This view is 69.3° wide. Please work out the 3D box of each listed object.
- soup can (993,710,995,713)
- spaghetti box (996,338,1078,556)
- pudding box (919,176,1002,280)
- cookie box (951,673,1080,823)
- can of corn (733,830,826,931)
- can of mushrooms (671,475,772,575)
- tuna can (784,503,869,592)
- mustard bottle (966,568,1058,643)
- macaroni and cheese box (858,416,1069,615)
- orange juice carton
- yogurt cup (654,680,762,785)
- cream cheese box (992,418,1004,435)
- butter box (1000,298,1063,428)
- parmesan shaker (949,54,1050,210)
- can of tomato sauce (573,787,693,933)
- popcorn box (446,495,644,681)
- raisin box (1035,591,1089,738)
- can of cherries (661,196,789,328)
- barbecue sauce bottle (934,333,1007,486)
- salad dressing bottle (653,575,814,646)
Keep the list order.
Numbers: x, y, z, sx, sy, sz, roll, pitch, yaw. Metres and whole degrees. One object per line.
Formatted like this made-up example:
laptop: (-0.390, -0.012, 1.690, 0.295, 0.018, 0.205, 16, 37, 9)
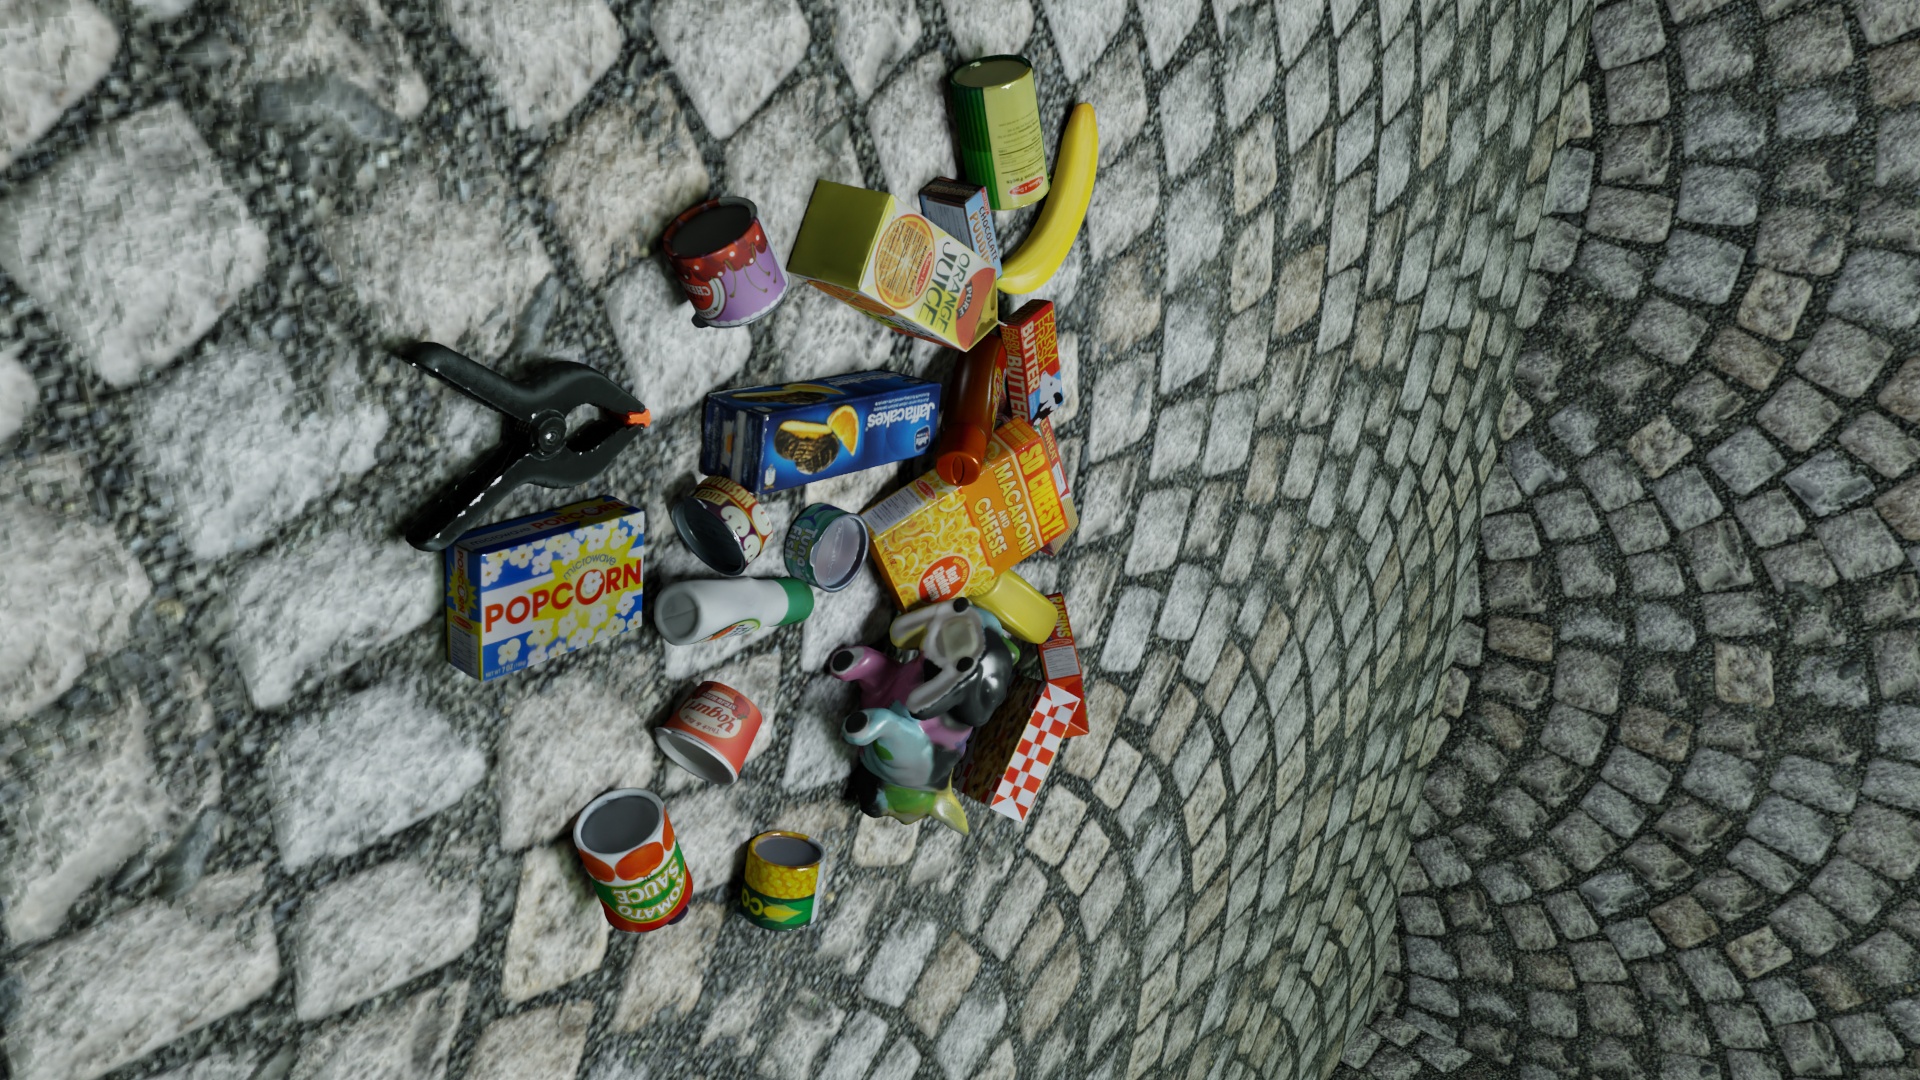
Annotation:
soup can: (0.001, 0.120, 1.289, 0.072, 0.071, 0.083, -29, 130, -47)
spaghetti box: (0.066, -0.085, 1.312, 0.050, 0.029, 0.248, -52, 143, -27)
pudding box: (0.000, -0.244, 1.109, 0.030, 0.050, 0.083, -45, 139, -31)
cookie box: (0.042, 0.189, 1.310, 0.040, 0.167, 0.123, 28, 81, -16)
can of corn: (-0.149, 0.281, 1.151, 0.071, 0.071, 0.058, -11, 115, -54)
can of mushrooms: (-0.166, -0.012, 0.967, 0.033, 0.071, 0.070, -47, 141, -33)
tuna can: (-0.107, 0.006, 1.096, 0.071, 0.033, 0.070, -32, 132, -45)
mustard bottle: (0.035, 0.048, 1.306, 0.049, 0.065, 0.160, -60, 143, -8)
macaroni and cheese box: (0.004, -0.015, 1.190, 0.167, 0.040, 0.123, -33, 138, -11)
orange juice carton: (-0.038, -0.199, 1.054, 0.192, 0.072, 0.073, 19, 91, -58)
yogurt cup: (-0.183, 0.141, 1.027, 0.054, 0.072, 0.072, -60, 147, -31)
cream cheese box: (0.027, -0.076, 1.234, 0.024, 0.053, 0.103, -54, 144, -18)
butter box: (0.063, -0.156, 1.217, 0.053, 0.024, 0.103, -43, 136, -38)
parmesan shaker: (0.034, -0.324, 1.099, 0.072, 0.071, 0.102, -45, 139, -34)
can of tomato sauce: (-0.232, 0.229, 0.992, 0.071, 0.071, 0.082, -42, 138, -37)
popcorn box: (-0.259, 0.028, 0.874, 0.127, 0.038, 0.085, -21, 123, -51)
raisin box: (0.099, 0.125, 1.399, 0.124, 0.040, 0.085, -99, 178, -51)
can of cherries: (-0.153, -0.179, 0.898, 0.072, 0.071, 0.058, -52, 143, -27)
barbecue sauce bottle: (0.008, -0.105, 1.143, 0.149, 0.044, 0.064, -77, 173, -46)
salad dressing bottle: (-0.161, 0.048, 1.017, 0.148, 0.064, 0.044, -4, 75, -63)
